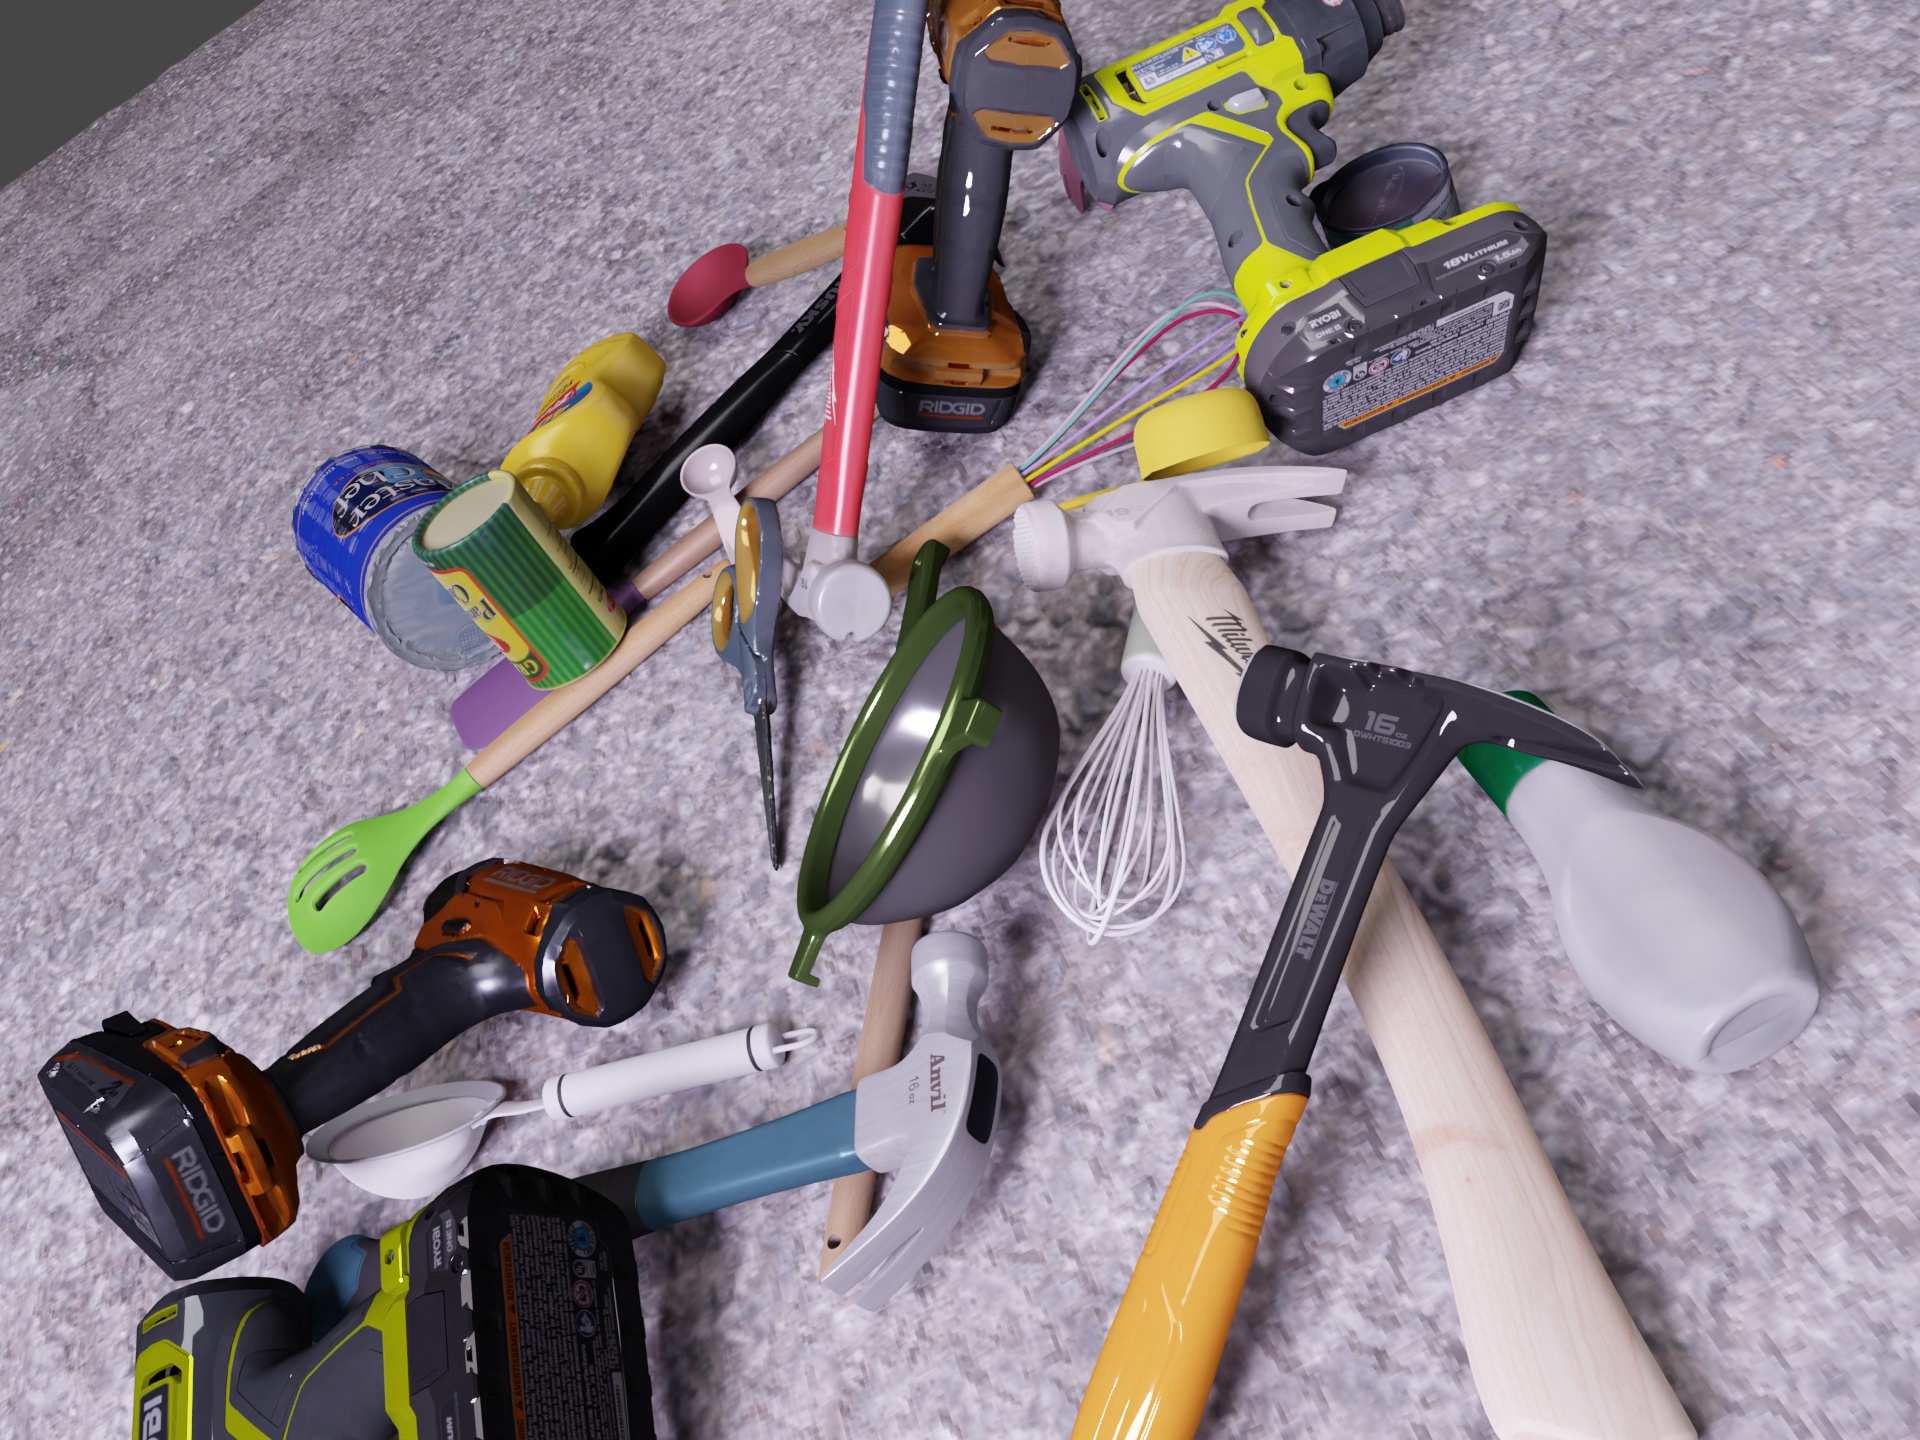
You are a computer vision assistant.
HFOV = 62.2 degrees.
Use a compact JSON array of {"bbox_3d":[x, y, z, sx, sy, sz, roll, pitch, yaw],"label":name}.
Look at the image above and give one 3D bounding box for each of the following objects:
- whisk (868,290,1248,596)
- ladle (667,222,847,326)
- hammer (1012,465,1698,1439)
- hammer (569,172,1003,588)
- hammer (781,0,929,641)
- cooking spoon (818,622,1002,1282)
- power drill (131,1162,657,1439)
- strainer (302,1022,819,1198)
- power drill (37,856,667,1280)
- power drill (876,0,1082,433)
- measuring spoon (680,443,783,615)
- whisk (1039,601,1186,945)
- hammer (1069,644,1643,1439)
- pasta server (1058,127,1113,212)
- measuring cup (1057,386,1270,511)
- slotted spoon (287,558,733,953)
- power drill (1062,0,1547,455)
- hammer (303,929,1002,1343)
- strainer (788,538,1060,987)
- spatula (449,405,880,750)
[{"bbox_3d":[0.049,-0.133,0.794,0.245,0.051,0.047,-34,49,8],"label":"whisk"},{"bbox_3d":[-0.116,-0.275,0.965,0.069,0.031,0.315,-59,26,-7],"label":"ladle"},{"bbox_3d":[0.143,0.052,0.562,0.146,0.038,0.411,-10,49,-11],"label":"hammer"},{"bbox_3d":[-0.112,-0.208,0.967,0.335,0.035,0.146,-49,44,-12],"label":"hammer"},{"bbox_3d":[-0.045,-0.241,0.754,0.143,0.038,0.386,-137,53,-65],"label":"hammer"},{"bbox_3d":[-0.023,0.080,0.676,0.069,0.017,0.319,-5,51,20],"label":"cooking spoon"},{"bbox_3d":[-0.217,0.275,0.568,0.228,0.080,0.191,-32,55,24],"label":"power drill"},{"bbox_3d":[-0.179,0.167,0.688,0.258,0.050,0.087,-16,6,14],"label":"strainer"},{"bbox_3d":[-0.261,0.130,0.690,0.226,0.084,0.164,-29,23,-38],"label":"power drill"},{"bbox_3d":[0.000,-0.288,0.825,0.084,0.226,0.186,1,45,-13],"label":"power drill"},{"bbox_3d":[-0.122,-0.103,0.883,0.034,0.018,0.124,-30,63,5],"label":"measuring spoon"},{"bbox_3d":[0.079,-0.013,0.674,0.058,0.059,0.247,17,53,0],"label":"whisk"},{"bbox_3d":[0.086,0.141,0.477,0.127,0.034,0.337,16,80,43],"label":"hammer"},{"bbox_3d":[0.068,-0.421,1.039,0.060,0.040,0.317,-26,40,12],"label":"pasta server"},{"bbox_3d":[0.079,-0.120,0.729,0.062,0.029,0.156,-15,3,-29],"label":"measuring cup"},{"bbox_3d":[-0.247,0.013,0.873,0.314,0.031,0.070,-40,52,-5],"label":"slotted spoon"},{"bbox_3d":[0.165,-0.246,0.736,0.171,0.080,0.223,-24,62,1],"label":"power drill"},{"bbox_3d":[-0.132,0.189,0.626,0.331,0.033,0.128,-23,44,22],"label":"hammer"},{"bbox_3d":[-0.001,-0.002,0.683,0.151,0.069,0.257,-56,15,30],"label":"strainer"},{"bbox_3d":[-0.163,-0.089,0.910,0.316,0.018,0.060,-39,53,-1],"label":"spatula"}]
